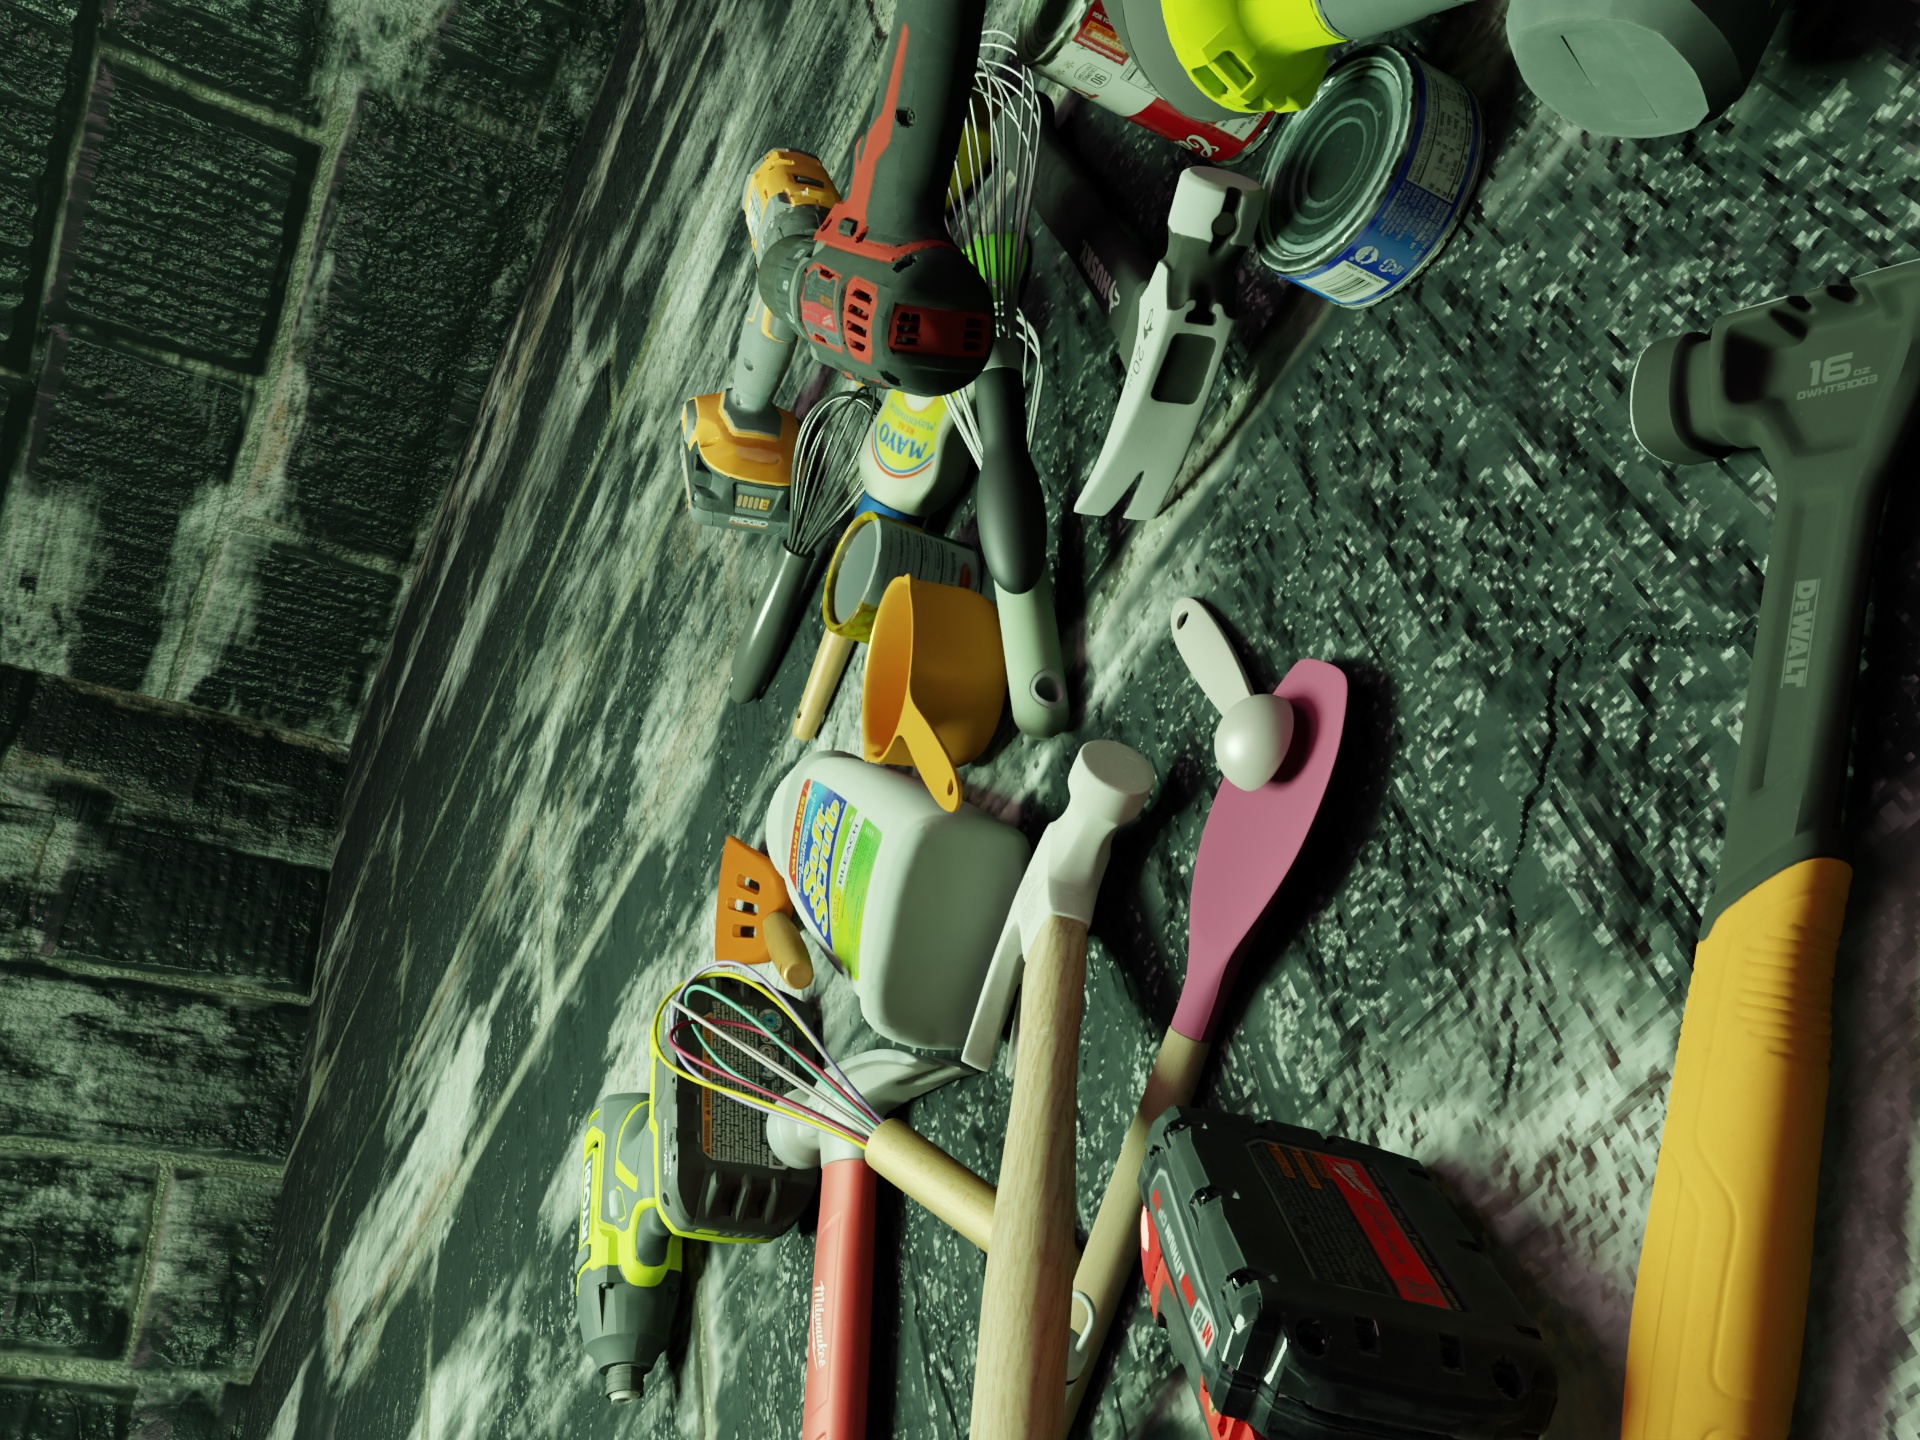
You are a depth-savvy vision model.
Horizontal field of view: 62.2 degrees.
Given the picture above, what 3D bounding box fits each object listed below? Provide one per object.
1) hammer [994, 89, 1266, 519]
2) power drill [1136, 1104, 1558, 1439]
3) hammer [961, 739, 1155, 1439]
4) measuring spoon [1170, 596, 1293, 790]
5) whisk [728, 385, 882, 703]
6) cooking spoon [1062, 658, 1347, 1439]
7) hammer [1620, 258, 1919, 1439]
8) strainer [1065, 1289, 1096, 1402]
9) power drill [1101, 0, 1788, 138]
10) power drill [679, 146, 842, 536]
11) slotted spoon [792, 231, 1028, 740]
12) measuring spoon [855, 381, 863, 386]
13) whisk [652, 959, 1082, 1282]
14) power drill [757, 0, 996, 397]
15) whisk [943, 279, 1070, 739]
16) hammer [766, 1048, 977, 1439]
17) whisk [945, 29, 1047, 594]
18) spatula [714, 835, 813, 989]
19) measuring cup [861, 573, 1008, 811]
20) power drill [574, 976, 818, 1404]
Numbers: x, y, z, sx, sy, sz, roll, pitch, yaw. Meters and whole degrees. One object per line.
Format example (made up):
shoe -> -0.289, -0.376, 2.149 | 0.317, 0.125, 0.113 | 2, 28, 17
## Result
hammer -> 0.057, -0.221, 0.734 | 0.335, 0.035, 0.146 | -106, 25, -54
power drill -> 0.067, 0.225, 0.422 | 0.143, 0.078, 0.219 | -107, 32, -77
hammer -> 0.023, 0.150, 0.507 | 0.332, 0.031, 0.130 | -79, 9, -54
measuring spoon -> 0.090, -0.017, 0.577 | 0.034, 0.018, 0.124 | -61, 21, 23
whisk -> -0.101, -0.105, 0.997 | 0.238, 0.055, 0.055 | -64, 27, 30
cooking spoon -> 0.071, 0.131, 0.545 | 0.069, 0.017, 0.319 | -142, 70, -72
hammer -> 0.182, 0.062, 0.346 | 0.127, 0.034, 0.337 | -2, 74, 64
strainer -> -0.003, 0.299, 0.548 | 0.087, 0.050, 0.258 | 33, 111, 32
power drill -> 0.165, -0.270, 0.483 | 0.229, 0.080, 0.190 | 21, 84, 51
power drill -> -0.118, -0.230, 1.019 | 0.186, 0.084, 0.226 | -110, 33, -51
slotted spoon -> -0.037, -0.128, 0.901 | 0.070, 0.031, 0.313 | 48, 120, 55
measuring spoon -> -0.042, -0.234, 0.986 | 0.117, 0.011, 0.021 | -21, 57, 59
whisk -> -0.048, 0.165, 0.649 | 0.245, 0.047, 0.051 | 24, 120, 41
power drill -> -0.036, -0.263, 0.687 | 0.188, 0.080, 0.226 | 40, 127, 56
whisk -> 0.022, -0.102, 0.734 | 0.059, 0.057, 0.247 | 129, 140, -54
hammer -> -0.047, 0.330, 0.644 | 0.143, 0.038, 0.387 | -36, 45, 50
whisk -> 0.015, -0.190, 0.719 | 0.070, 0.070, 0.285 | -31, 59, 55
spatula -> -0.103, 0.109, 0.824 | 0.322, 0.041, 0.081 | 174, 101, -80
measuring cup -> -0.001, -0.002, 0.708 | 0.174, 0.052, 0.095 | -119, 40, -60
power drill -> -0.154, 0.254, 0.862 | 0.223, 0.080, 0.171 | -54, 32, 42
